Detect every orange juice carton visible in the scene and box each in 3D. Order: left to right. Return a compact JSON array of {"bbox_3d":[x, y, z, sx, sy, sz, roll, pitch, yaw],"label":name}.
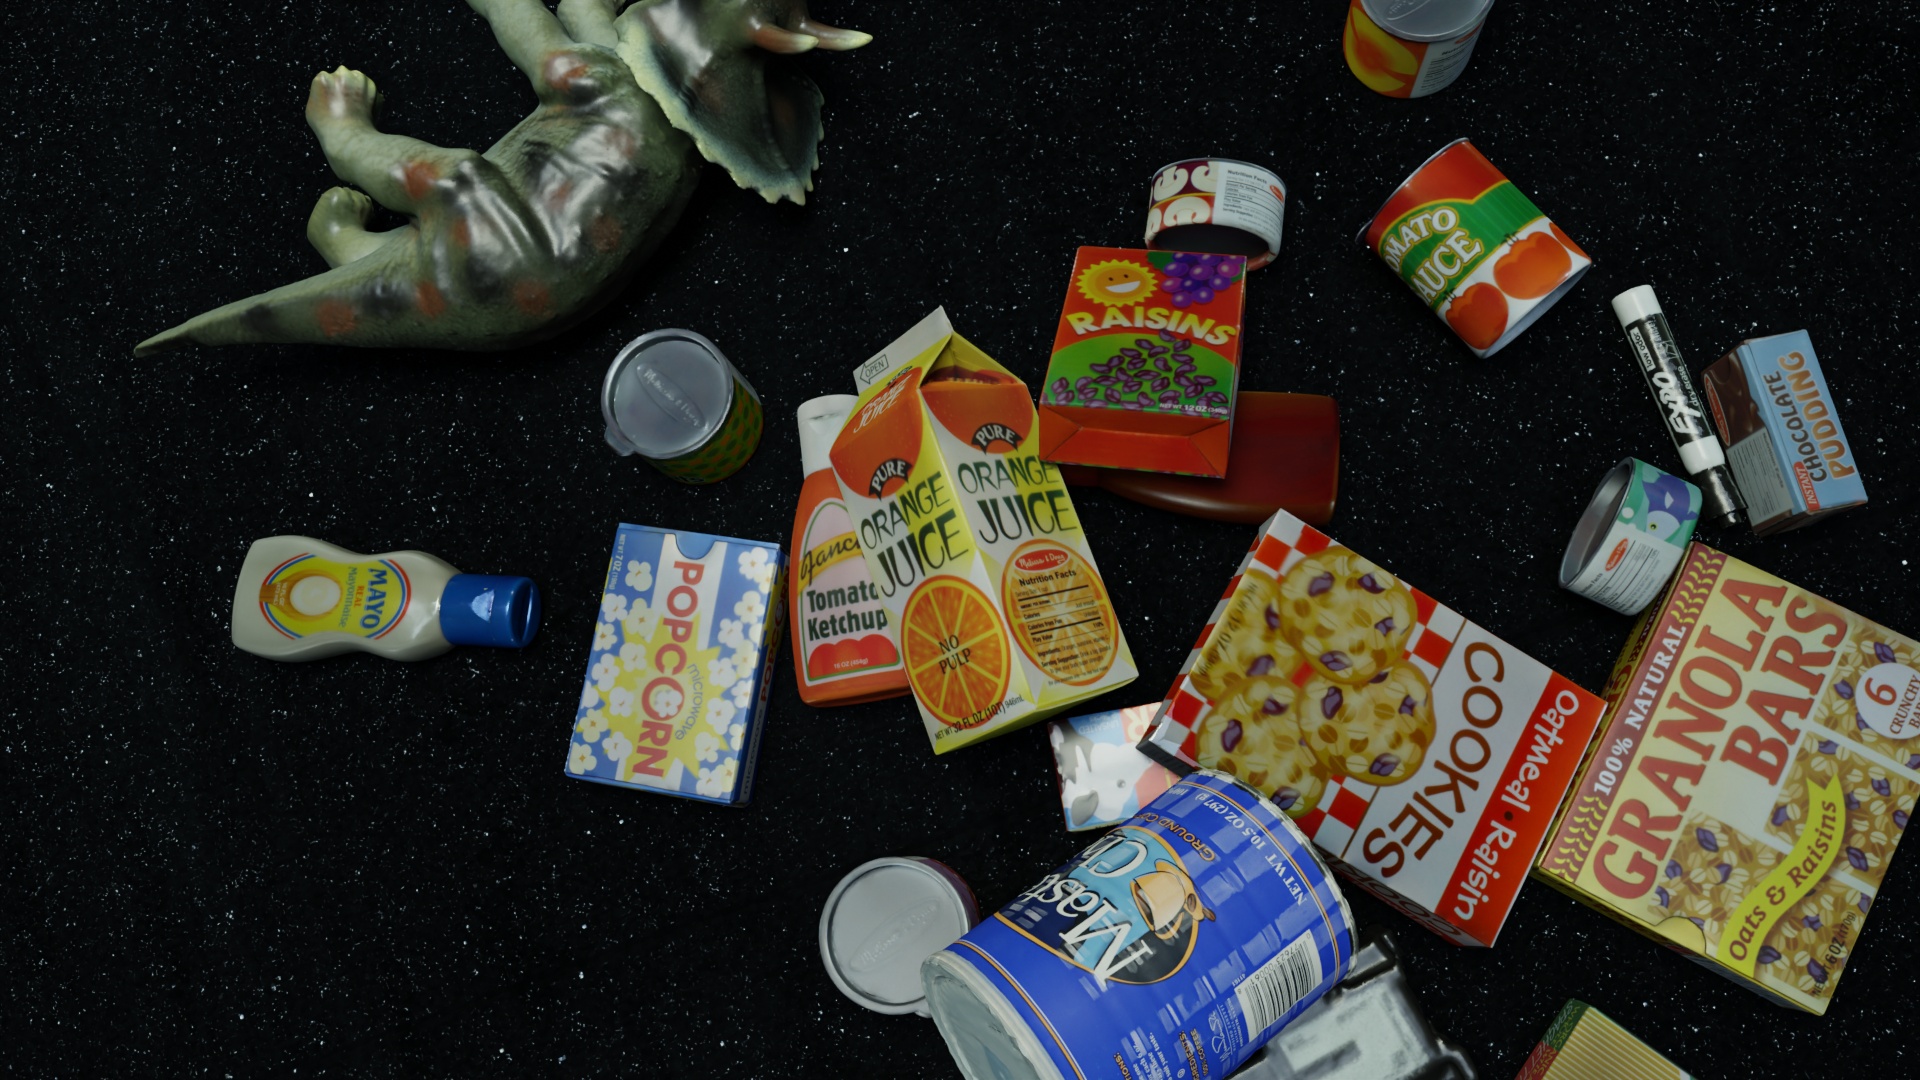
[{"bbox_3d":[0.002,-0.008,0.642,0.071,0.073,0.193,-32,74,43],"label":"orange juice carton"}]

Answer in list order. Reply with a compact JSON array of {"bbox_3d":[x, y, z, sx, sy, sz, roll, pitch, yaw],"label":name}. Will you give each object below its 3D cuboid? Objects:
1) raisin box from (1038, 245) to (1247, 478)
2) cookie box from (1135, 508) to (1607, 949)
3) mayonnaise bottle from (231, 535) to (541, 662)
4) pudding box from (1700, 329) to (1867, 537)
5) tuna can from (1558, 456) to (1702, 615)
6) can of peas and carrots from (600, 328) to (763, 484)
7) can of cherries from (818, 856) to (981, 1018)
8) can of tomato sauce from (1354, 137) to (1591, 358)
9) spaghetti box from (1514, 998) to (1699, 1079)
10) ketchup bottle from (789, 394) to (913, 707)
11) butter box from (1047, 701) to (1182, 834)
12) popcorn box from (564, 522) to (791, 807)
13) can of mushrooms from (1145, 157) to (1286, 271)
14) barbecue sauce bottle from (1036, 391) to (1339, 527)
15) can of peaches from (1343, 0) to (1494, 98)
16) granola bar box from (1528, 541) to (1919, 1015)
[{"bbox_3d":[0.089,-0.087,0.654,0.086,0.039,0.124,5,47,11],"label":"raisin box"},{"bbox_3d":[0.181,0.083,0.616,0.167,0.040,0.123,31,76,4],"label":"cookie box"},{"bbox_3d":[-0.290,0.032,0.705,0.148,0.041,0.065,2,76,9],"label":"mayonnaise bottle"},{"bbox_3d":[0.373,-0.048,0.632,0.030,0.049,0.084,-13,76,3],"label":"pudding box"},{"bbox_3d":[0.301,-0.003,0.625,0.033,0.071,0.071,26,83,11],"label":"tuna can"},{"bbox_3d":[-0.140,-0.064,0.698,0.071,0.058,0.071,-2,78,8],"label":"can of peas and carrots"},{"bbox_3d":[-0.025,0.179,0.629,0.071,0.058,0.071,-1,77,6],"label":"can of cherries"},{"bbox_3d":[0.243,-0.137,0.660,0.071,0.071,0.083,-39,77,-2],"label":"can of tomato sauce"},{"bbox_3d":[0.353,0.287,0.571,0.250,0.028,0.050,35,85,13],"label":"spaghetti box"},{"bbox_3d":[-0.054,0.004,0.680,0.065,0.043,0.149,-11,76,12],"label":"ketchup bottle"},{"bbox_3d":[0.096,0.101,0.648,0.103,0.024,0.053,-12,77,5],"label":"butter box"},{"bbox_3d":[-0.135,0.061,0.680,0.085,0.038,0.127,7,79,10],"label":"popcorn box"},{"bbox_3d":[0.123,-0.158,0.683,0.071,0.071,0.033,6,80,9],"label":"can of mushrooms"},{"bbox_3d":[0.105,-0.042,0.669,0.148,0.043,0.065,4,66,9],"label":"barbecue sauce bottle"},{"bbox_3d":[0.227,-0.266,0.695,0.071,0.058,0.071,-2,78,8],"label":"can of peaches"},{"bbox_3d":[0.342,0.101,0.609,0.124,0.039,0.166,27,82,12],"label":"granola bar box"}]
